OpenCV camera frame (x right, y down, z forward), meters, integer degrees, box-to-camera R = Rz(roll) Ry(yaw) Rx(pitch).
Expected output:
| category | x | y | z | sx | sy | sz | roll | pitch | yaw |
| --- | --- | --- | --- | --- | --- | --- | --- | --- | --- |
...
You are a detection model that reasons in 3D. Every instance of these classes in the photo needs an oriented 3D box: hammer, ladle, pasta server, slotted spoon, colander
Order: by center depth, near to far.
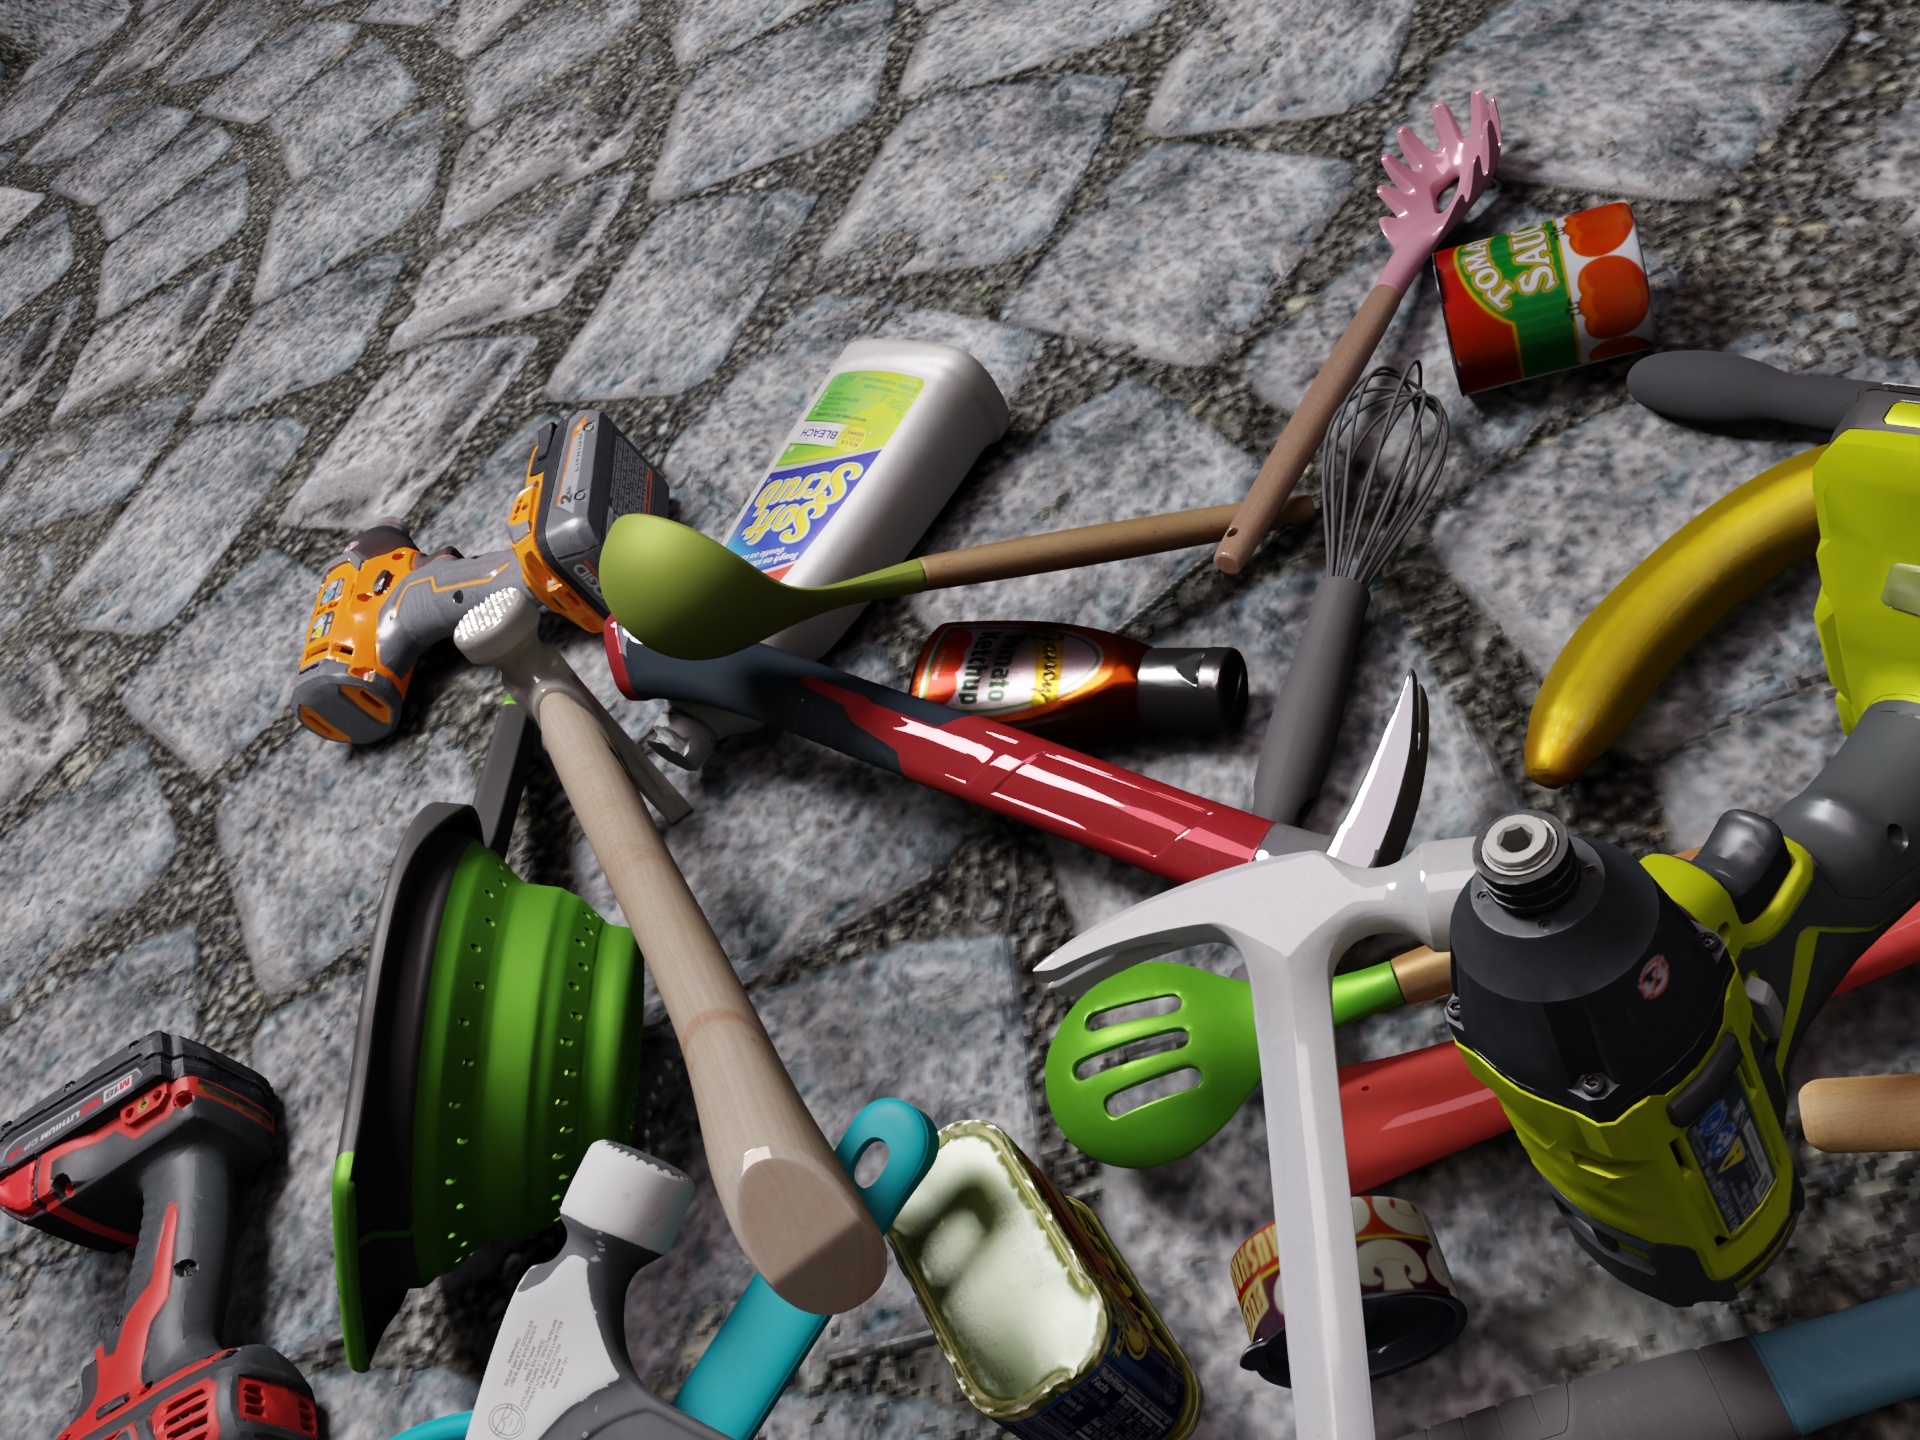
| category | x | y | z | sx | sy | sz | roll | pitch | yaw |
| --- | --- | --- | --- | --- | --- | --- | --- | --- | --- |
| hammer | 0.038 | 0.245 | 0.390 | 0.409 | 0.036 | 0.149 | 16 | 71 | 25 |
| hammer | 0.097 | 0.231 | 0.416 | 0.144 | 0.035 | 0.406 | -9 | 65 | 18 |
| hammer | 0.216 | 0.192 | 0.451 | 0.331 | 0.033 | 0.128 | -24 | 45 | 12 |
| hammer | 0.271 | 0.075 | 0.491 | 0.359 | 0.036 | 0.149 | -27 | 26 | 12 |
| slotted spoon | 0.168 | 0.075 | 0.523 | 0.314 | 0.031 | 0.070 | -22 | 59 | 13 |
| hammer | -0.107 | 0.074 | 0.594 | 0.038 | 0.146 | 0.411 | -37 | 32 | -5 |
| hammer | -0.001 | -0.002 | 0.675 | 0.386 | 0.038 | 0.143 | 20 | 80 | 31 |
| ladle | 0.005 | -0.079 | 0.694 | 0.320 | 0.078 | 0.062 | -11 | 74 | -14 |
| colander | -0.186 | 0.094 | 0.717 | 0.094 | 0.204 | 0.397 | 4 | 31 | -8 |
| pasta server | 0.188 | -0.190 | 0.752 | 0.060 | 0.040 | 0.316 | -1 | 47 | 49 |

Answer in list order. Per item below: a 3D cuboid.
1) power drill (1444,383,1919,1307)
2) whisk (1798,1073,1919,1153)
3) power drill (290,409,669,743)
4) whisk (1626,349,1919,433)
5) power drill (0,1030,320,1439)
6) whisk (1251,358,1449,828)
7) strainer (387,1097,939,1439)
| category | x | y | z | sx | sy | sz | roll | pitch | yaw |
| --- | --- | --- | --- | --- | --- | --- | --- | --- | --- |
| power drill | 0.218 | 0.024 | 0.411 | 0.223 | 0.171 | 0.080 | -46 | 37 | -13 |
| whisk | 0.349 | 0.091 | 0.403 | 0.245 | 0.047 | 0.051 | -11 | 50 | 28 |
| power drill | -0.285 | -0.093 | 0.937 | 0.226 | 0.084 | 0.164 | -22 | 46 | 18 |
| whisk | 0.379 | -0.109 | 0.584 | 0.285 | 0.070 | 0.070 | 25 | 70 | 46 |
| power drill | -0.380 | 0.274 | 0.700 | 0.188 | 0.080 | 0.227 | -32 | 48 | 4 |
| whisk | 0.162 | -0.054 | 0.670 | 0.055 | 0.055 | 0.239 | 6 | 63 | 33 |
| strainer | -0.095 | 0.276 | 0.501 | 0.211 | 0.095 | 0.340 | 27 | 78 | 32 |
